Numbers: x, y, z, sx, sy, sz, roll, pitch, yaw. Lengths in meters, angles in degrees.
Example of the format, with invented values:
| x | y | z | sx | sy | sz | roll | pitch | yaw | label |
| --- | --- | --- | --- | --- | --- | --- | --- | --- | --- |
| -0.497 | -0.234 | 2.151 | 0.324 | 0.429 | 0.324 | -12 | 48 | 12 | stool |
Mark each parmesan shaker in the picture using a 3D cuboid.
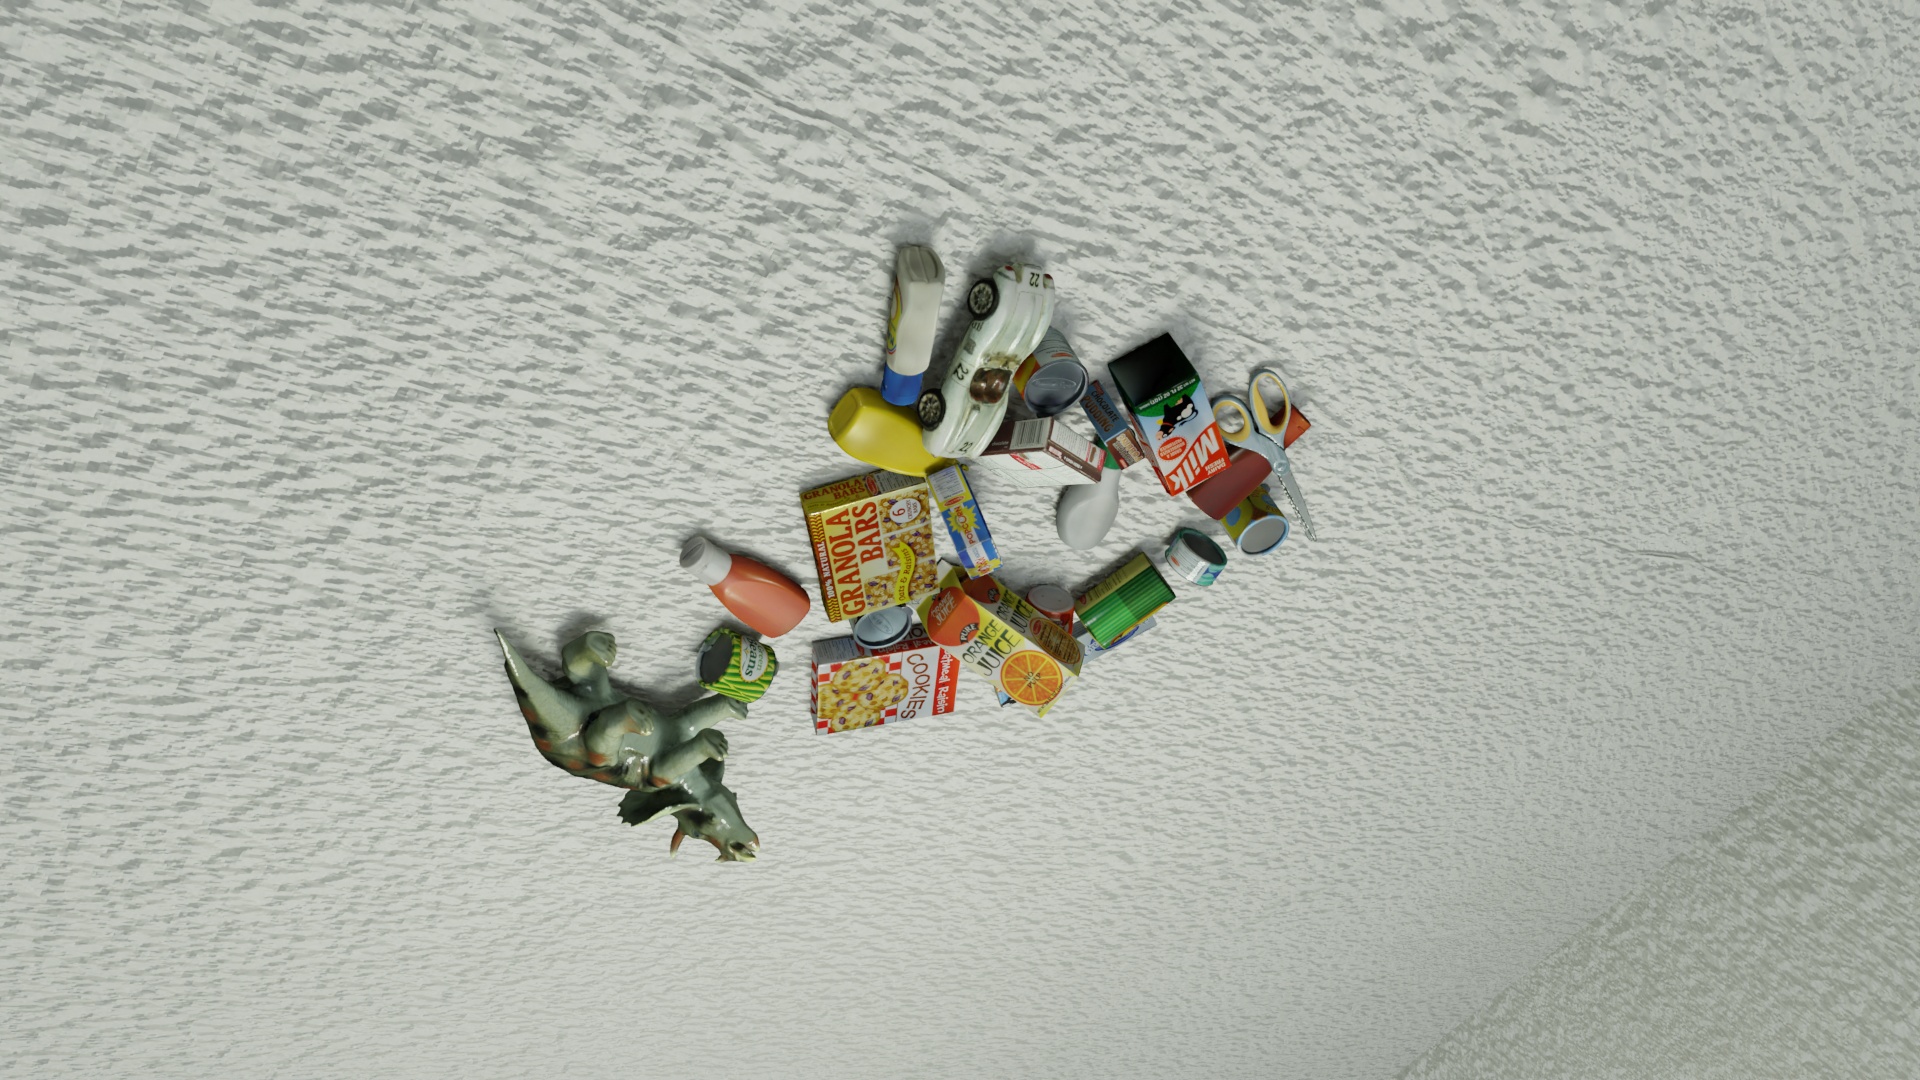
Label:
| x | y | z | sx | sy | sz | roll | pitch | yaw | label |
| --- | --- | --- | --- | --- | --- | --- | --- | --- | --- |
| 0.189 | 0.070 | 1.596 | 0.103 | 0.071 | 0.071 | -36 | 136 | 9 | parmesan shaker |

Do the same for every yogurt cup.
| x | y | z | sx | sy | sz | roll | pitch | yaw | label |
| --- | --- | --- | --- | --- | --- | --- | --- | --- | --- |
| 0.098 | 0.087 | 1.582 | 0.072 | 0.072 | 0.053 | -4 | 125 | -21 | yogurt cup |

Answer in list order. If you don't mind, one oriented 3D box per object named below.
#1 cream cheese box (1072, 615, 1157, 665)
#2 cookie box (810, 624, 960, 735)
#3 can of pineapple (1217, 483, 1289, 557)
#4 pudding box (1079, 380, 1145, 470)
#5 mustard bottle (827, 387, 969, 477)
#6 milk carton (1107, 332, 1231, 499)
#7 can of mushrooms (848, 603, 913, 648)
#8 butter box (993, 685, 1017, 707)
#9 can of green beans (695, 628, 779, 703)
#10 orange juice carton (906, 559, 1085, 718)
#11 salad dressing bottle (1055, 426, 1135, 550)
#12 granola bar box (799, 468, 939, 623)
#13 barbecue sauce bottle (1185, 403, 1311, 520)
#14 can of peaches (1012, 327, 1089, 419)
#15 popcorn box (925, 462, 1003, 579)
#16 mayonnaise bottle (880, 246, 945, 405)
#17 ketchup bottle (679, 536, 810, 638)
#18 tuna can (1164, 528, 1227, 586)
| x | y | z | sx | sy | sz | roll | pitch | yaw | label |
| --- | --- | --- | --- | --- | --- | --- | --- | --- | --- |
| 0.179 | 0.104 | 1.663 | 0.104 | 0.024 | 0.053 | -29 | 136 | 4 | cream cheese box |
| -0.085 | 0.156 | 1.582 | 0.168 | 0.040 | 0.122 | -8 | 135 | -16 | cookie box |
| 0.334 | -0.024 | 1.585 | 0.071 | 0.058 | 0.070 | -13 | 135 | -13 | can of pineapple |
| 0.150 | -0.116 | 1.391 | 0.030 | 0.084 | 0.049 | -31 | 137 | 7 | pudding box |
| -0.053 | -0.095 | 1.346 | 0.160 | 0.049 | 0.065 | 23 | 117 | -40 | mustard bottle |
| 0.222 | -0.115 | 1.433 | 0.072 | 0.074 | 0.189 | -29 | 137 | 4 | milk carton |
| -0.086 | 0.083 | 1.514 | 0.071 | 0.033 | 0.070 | -12 | 135 | -13 | can of mushrooms |
| 0.061 | 0.155 | 1.659 | 0.053 | 0.024 | 0.103 | -21 | 137 | -4 | butter box |
| -0.238 | 0.132 | 1.469 | 0.071 | 0.071 | 0.058 | -44 | 133 | 19 | can of green beans |
| 0.038 | 0.101 | 1.524 | 0.192 | 0.073 | 0.071 | 36 | 116 | -4 | orange juice carton |
| 0.146 | -0.058 | 1.477 | 0.064 | 0.044 | 0.146 | 0 | 130 | -24 | salad dressing bottle |
| -0.091 | 0.003 | 1.430 | 0.124 | 0.039 | 0.164 | -16 | 137 | -10 | granola bar box |
| 0.317 | -0.089 | 1.525 | 0.148 | 0.044 | 0.065 | -44 | 131 | 18 | barbecue sauce bottle |
| 0.081 | -0.161 | 1.335 | 0.071 | 0.058 | 0.070 | -13 | 136 | -13 | can of peaches |
| 0.005 | -0.017 | 1.387 | 0.038 | 0.085 | 0.126 | -24 | 165 | 1 | popcorn box |
| -0.045 | -0.188 | 1.251 | 0.041 | 0.065 | 0.147 | -1 | 136 | -15 | mayonnaise bottle |
| -0.221 | 0.045 | 1.409 | 0.064 | 0.044 | 0.148 | -39 | 135 | 13 | ketchup bottle |
| 0.272 | 0.019 | 1.593 | 0.071 | 0.071 | 0.032 | 12 | 125 | -33 | tuna can |
